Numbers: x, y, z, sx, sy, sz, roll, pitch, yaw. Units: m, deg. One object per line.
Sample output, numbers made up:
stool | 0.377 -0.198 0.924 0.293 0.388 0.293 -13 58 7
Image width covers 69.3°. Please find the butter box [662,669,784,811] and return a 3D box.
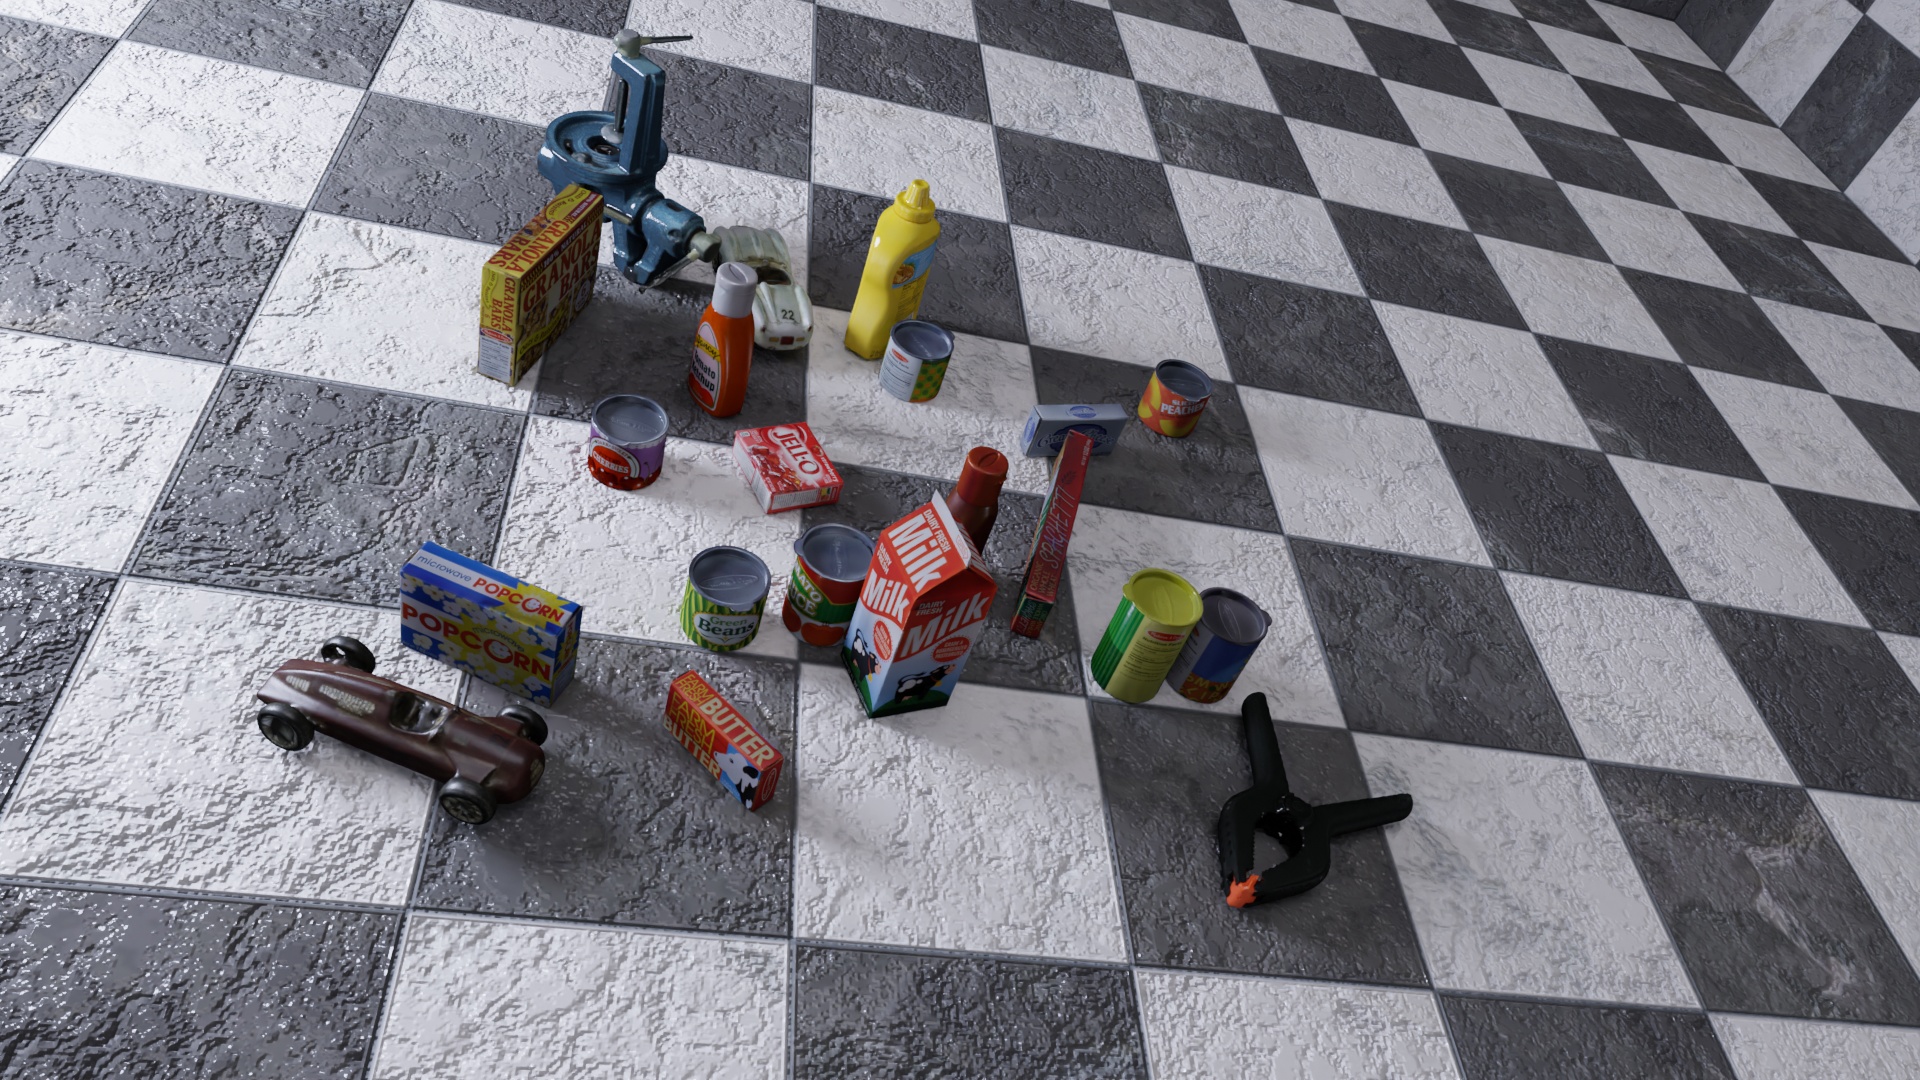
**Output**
butter box | -0.177 0.147 1.025 0.103 0.052 0.024 40 45 20

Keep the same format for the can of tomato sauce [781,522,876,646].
can of tomato sauce | -0.110 0.037 1.145 0.071 0.082 0.071 11 43 -11

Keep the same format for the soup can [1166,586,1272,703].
soup can | 0.225 0.093 1.220 0.071 0.083 0.072 11 43 -11

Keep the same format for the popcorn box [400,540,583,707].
popcorn box | -0.347 0.062 1.022 0.127 0.084 0.038 23 42 2

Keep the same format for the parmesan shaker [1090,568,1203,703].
parmesan shaker | 0.155 0.082 1.189 0.071 0.102 0.072 11 43 -11

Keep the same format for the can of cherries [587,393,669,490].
can of cherries | -0.293 -0.085 1.218 0.071 0.058 0.072 11 43 -11

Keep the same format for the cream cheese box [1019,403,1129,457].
cream cheese box | 0.115 -0.112 1.414 0.104 0.053 0.024 -3 47 -25

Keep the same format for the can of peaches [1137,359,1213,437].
can of peaches | 0.232 -0.152 1.499 0.071 0.057 0.071 11 43 -11

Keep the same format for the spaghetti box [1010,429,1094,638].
spaghetti box | 0.087 -0.011 1.299 0.029 0.049 0.251 20 42 -1

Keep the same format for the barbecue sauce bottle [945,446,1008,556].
barbecue sauce bottle | 0.004 -0.015 1.196 0.044 0.147 0.065 37 44 17

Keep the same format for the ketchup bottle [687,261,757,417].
ketchup bottle | -0.218 -0.188 1.288 0.044 0.148 0.065 -20 56 -36

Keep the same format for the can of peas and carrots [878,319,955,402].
can of peas and carrots | -0.044 -0.184 1.422 0.071 0.058 0.071 11 43 -11

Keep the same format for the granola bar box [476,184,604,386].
granola bar box | -0.389 -0.239 1.292 0.039 0.123 0.166 21 42 0

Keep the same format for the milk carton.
milk carton | -0.030 0.051 1.082 0.073 0.189 0.072 -7 49 -28

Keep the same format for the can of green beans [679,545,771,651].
can of green beans | -0.190 0.047 1.121 0.071 0.057 0.071 11 43 -11
